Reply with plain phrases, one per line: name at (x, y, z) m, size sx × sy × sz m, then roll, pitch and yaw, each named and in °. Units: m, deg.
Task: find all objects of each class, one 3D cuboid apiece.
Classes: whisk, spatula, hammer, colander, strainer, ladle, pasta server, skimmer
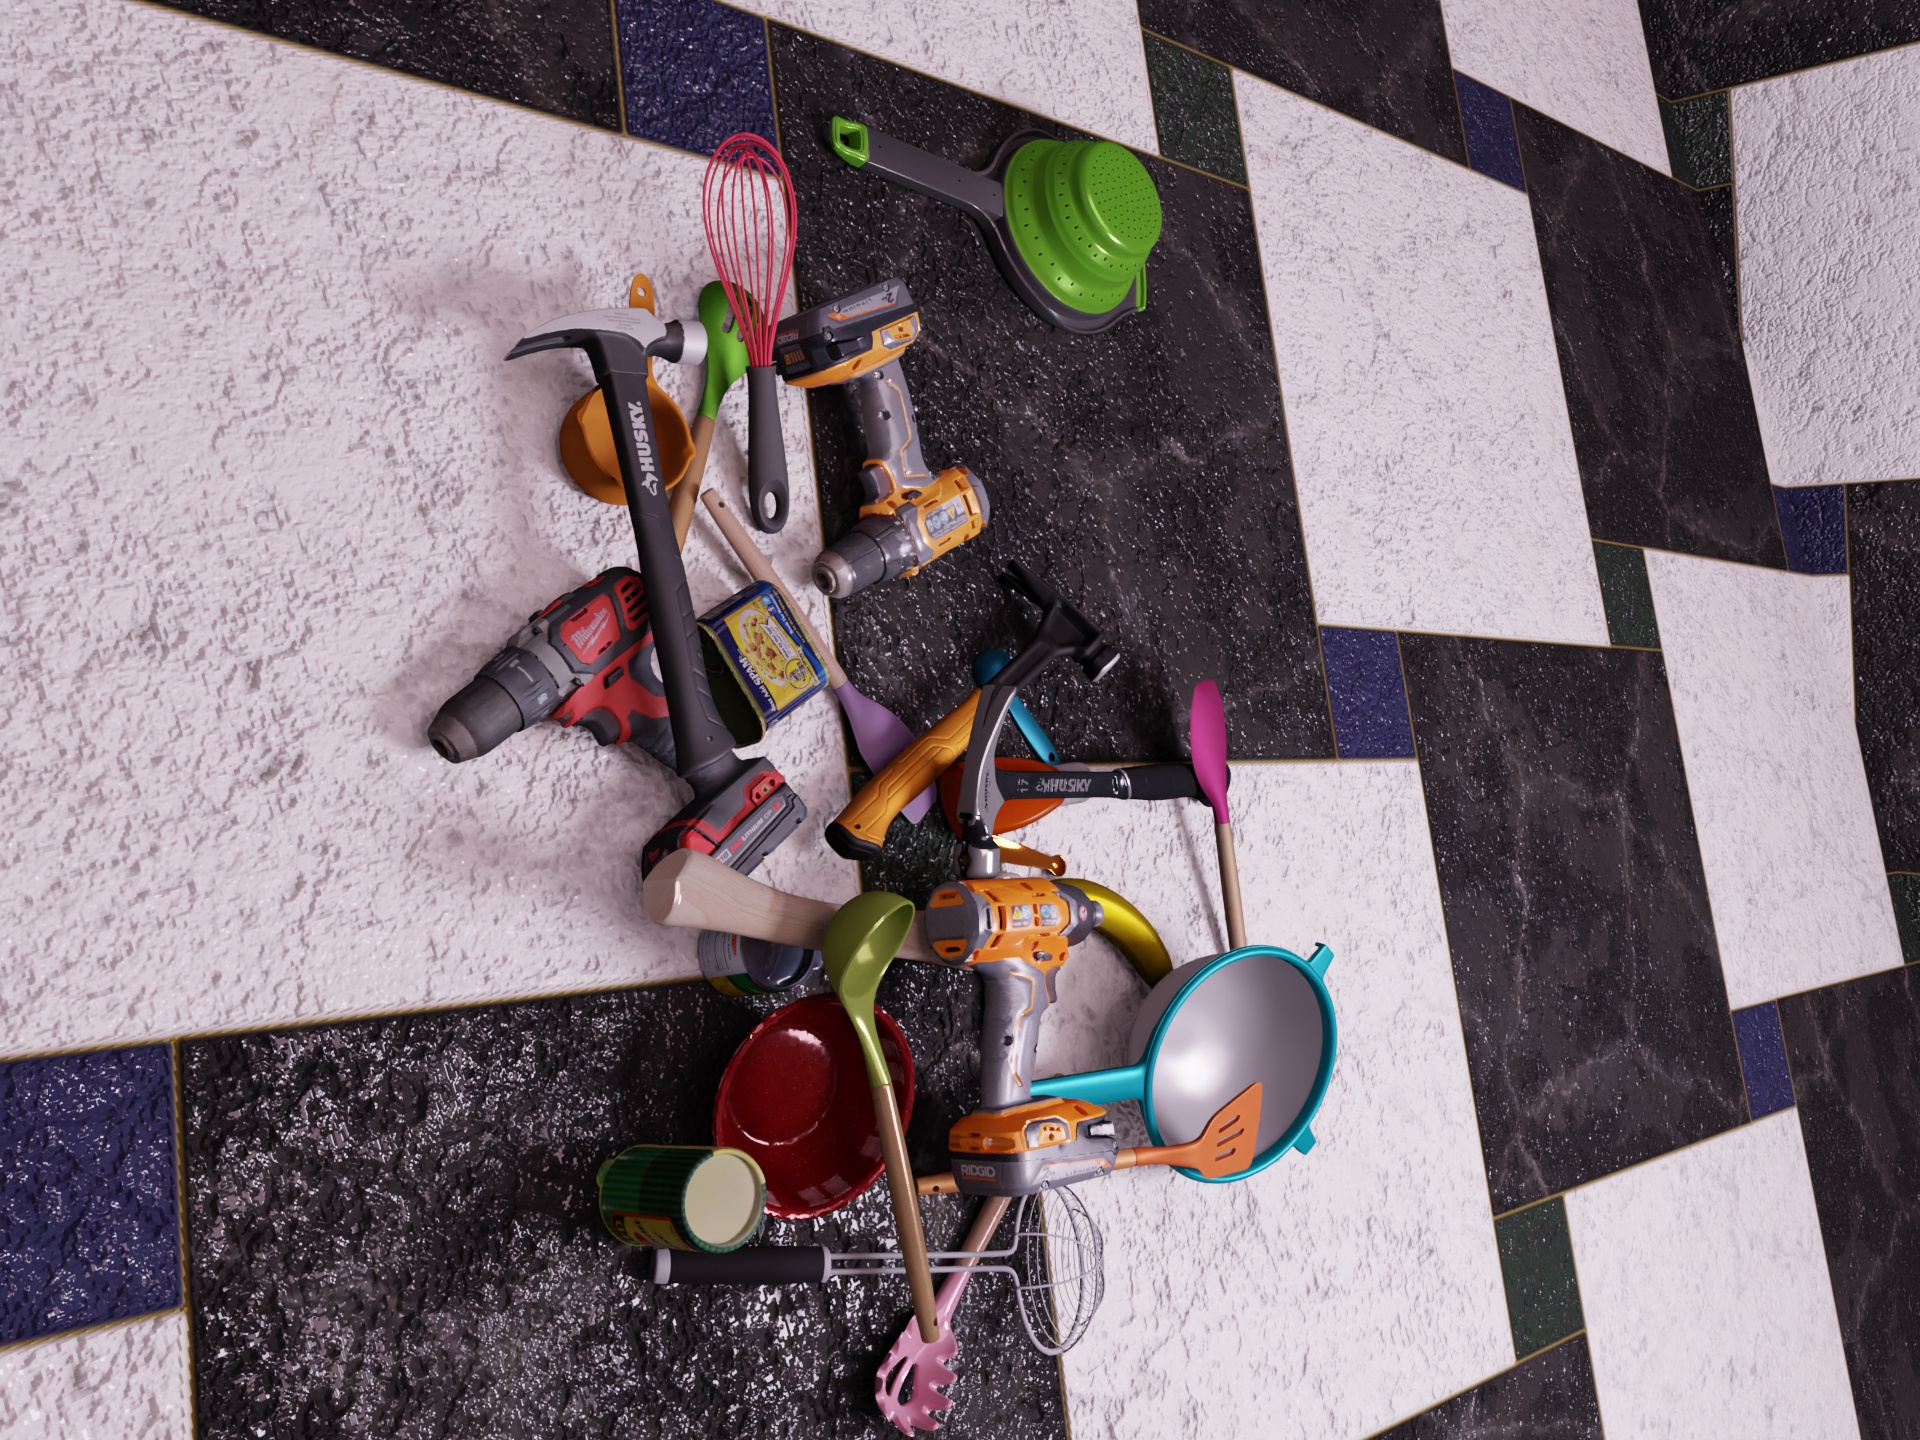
whisk at (-0.153, -0.288, 1.203) m, size 0.073 × 0.073 × 0.295 m, roll -18°, pitch 113°, yaw -42°
spatula at (0.112, 0.350, 1.277) m, size 0.322 × 0.041 × 0.081 m, roll -1°, pitch 104°, yaw -22°
hammer at (0.127, 0.050, 1.367) m, size 0.408 × 0.036 × 0.149 m, roll 2°, pitch 93°, yaw -53°
hammer at (-0.002, -0.004, 1.293) m, size 0.127 × 0.034 × 0.337 m, roll 43°, pitch 52°, yaw 3°
colander at (0.062, -0.489, 1.462) m, size 0.396 × 0.094 × 0.205 m, roll 8°, pitch 74°, yaw -40°
hammer at (-0.213, -0.124, 1.086) m, size 0.146 × 0.035 × 0.335 m, roll -5°, pitch 78°, yaw -39°
strainer at (0.164, 0.289, 1.358) m, size 0.340 × 0.095 × 0.211 m, roll -2°, pitch 101°, yaw -29°
spatula at (-0.107, -0.050, 1.245) m, size 0.315 × 0.018 × 0.060 m, roll 56°, pitch 46°, yaw -22°
ladle at (-0.039, 0.273, 1.086) m, size 0.078 × 0.062 × 0.320 m, roll -19°, pitch 100°, yaw -60°
pasta server at (0.018, 0.402, 1.234) m, size 0.060 × 0.040 × 0.316 m, roll 42°, pitch 53°, yaw -11°
skimmer at (-0.051, 0.396, 1.153) m, size 0.363 × 0.090 × 0.127 m, roll 7°, pitch 67°, yaw -22°
hammer at (-0.073, 0.160, 1.147) m, size 0.410 × 0.038 × 0.146 m, roll 20°, pitch 66°, yaw -54°

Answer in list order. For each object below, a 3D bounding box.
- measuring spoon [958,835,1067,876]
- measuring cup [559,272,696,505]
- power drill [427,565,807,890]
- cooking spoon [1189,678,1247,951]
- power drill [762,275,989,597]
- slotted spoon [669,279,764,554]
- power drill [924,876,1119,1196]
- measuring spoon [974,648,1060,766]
measuring spoon at (0.044, 0.114, 1.352) m, size 0.116 × 0.011 × 0.021 m, roll 18°, pitch 69°, yaw -33°
measuring cup at (-0.246, -0.240, 1.161) m, size 0.095 × 0.052 × 0.174 m, roll 12°, pitch 70°, yaw -39°
power drill at (-0.233, 0.027, 1.088) m, size 0.226 × 0.080 × 0.188 m, roll 54°, pitch 53°, yaw -13°
cooking spoon at (0.248, 0.120, 1.482) m, size 0.068 × 0.017 × 0.319 m, roll -18°, pitch 103°, yaw -53°
power drill at (-0.078, -0.220, 1.276) m, size 0.185 × 0.084 × 0.226 m, roll -36°, pitch 113°, yaw -40°
slotted spoon at (-0.198, -0.205, 1.210) m, size 0.070 × 0.031 × 0.314 m, roll 30°, pitch 62°, yaw -41°
power drill at (0.057, 0.231, 1.203) m, size 0.164 × 0.084 × 0.226 m, roll 2°, pitch 80°, yaw -43°
measuring spoon at (0.057, -0.008, 1.384) m, size 0.128 × 0.021 × 0.042 m, roll 55°, pitch 50°, yaw -15°
